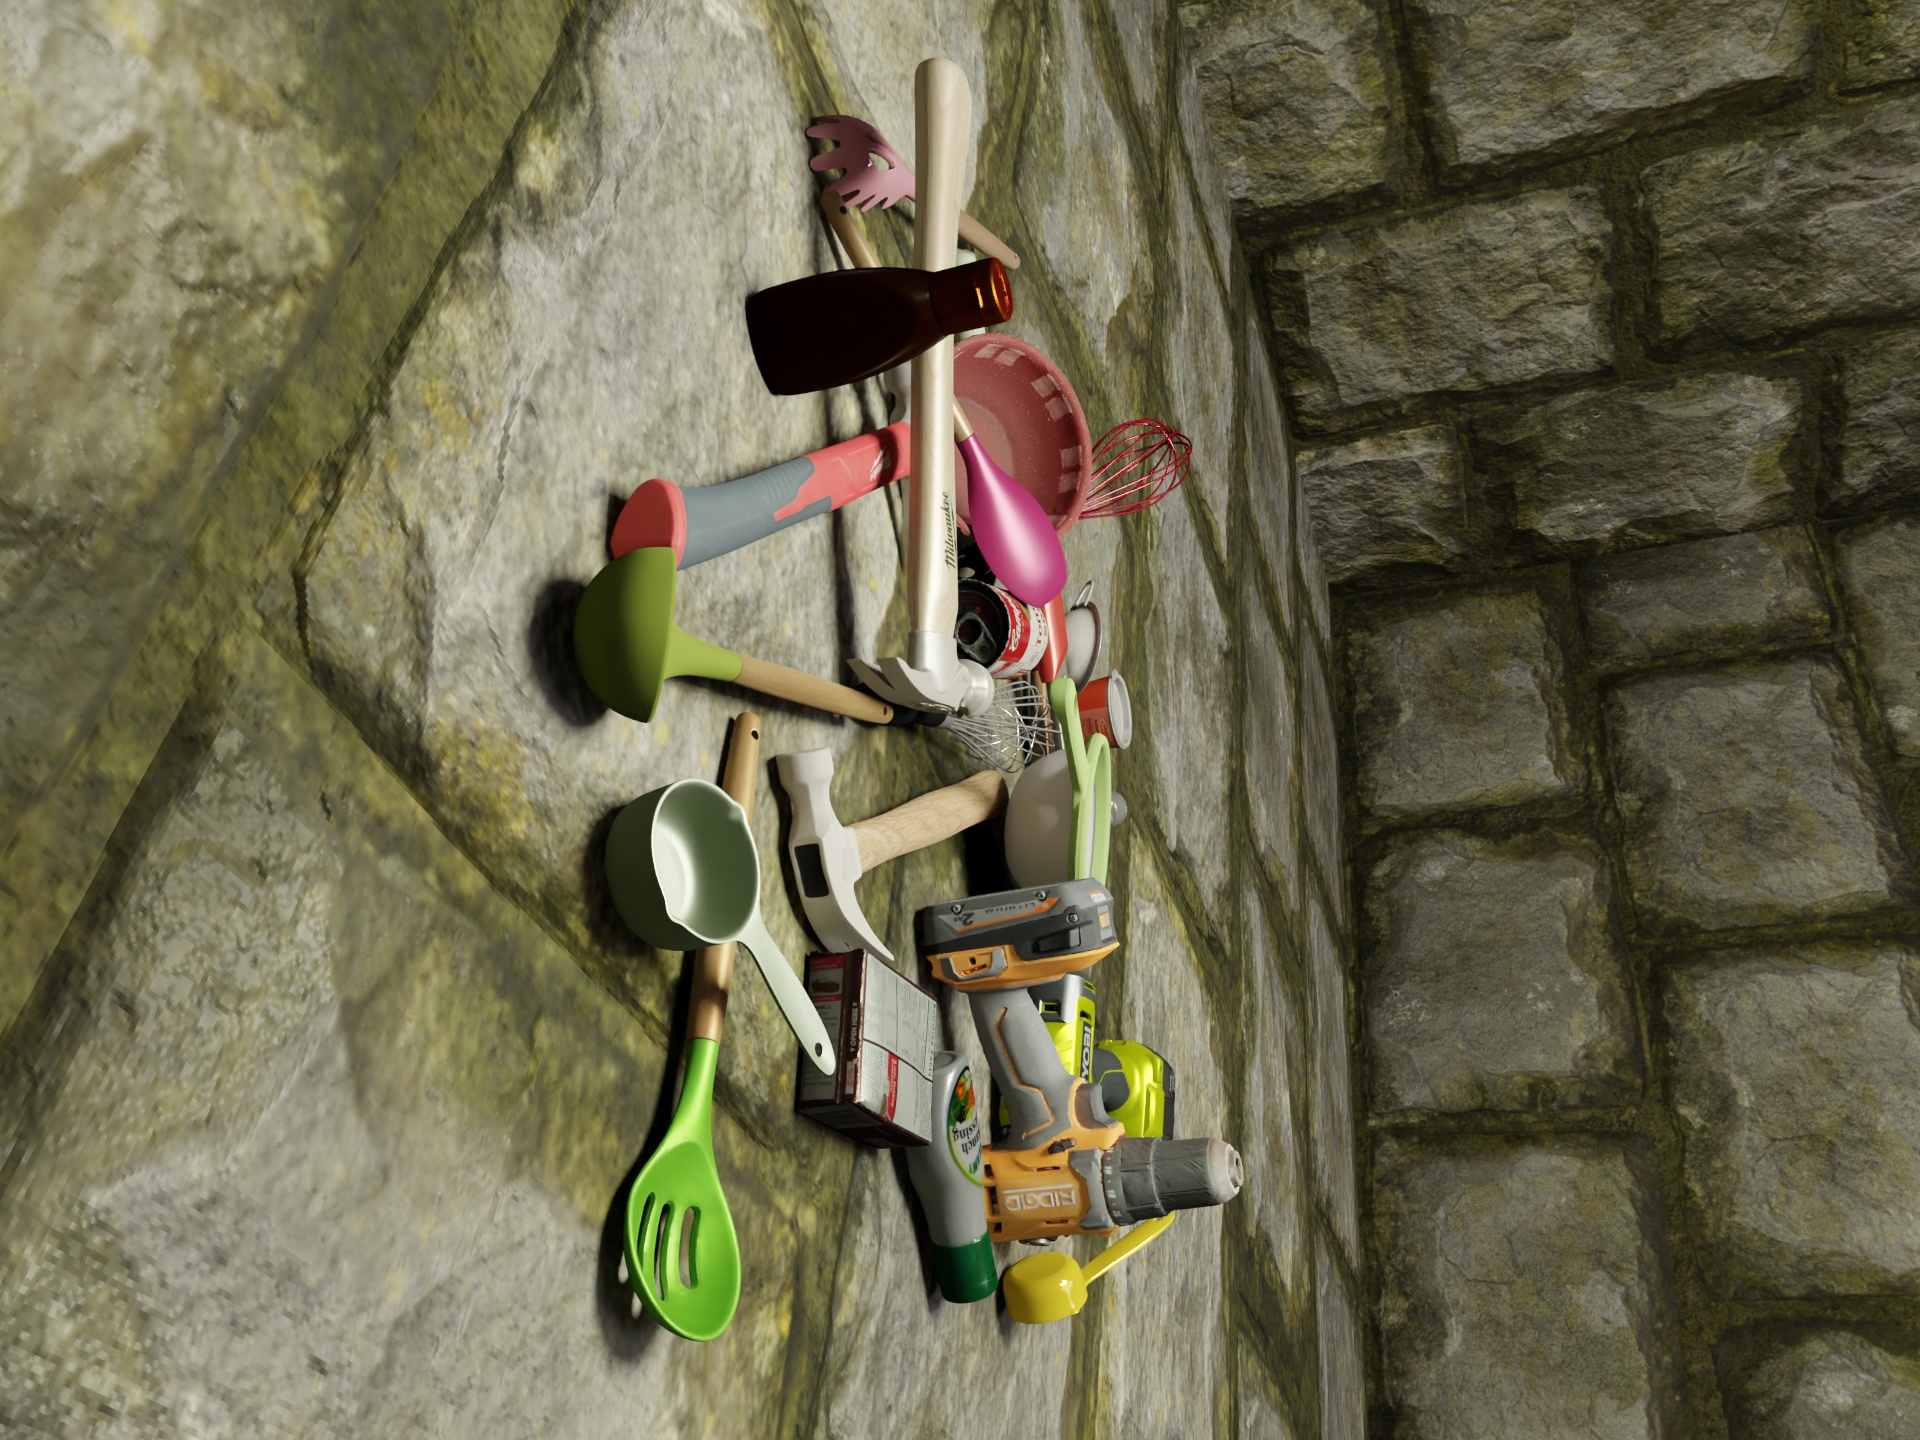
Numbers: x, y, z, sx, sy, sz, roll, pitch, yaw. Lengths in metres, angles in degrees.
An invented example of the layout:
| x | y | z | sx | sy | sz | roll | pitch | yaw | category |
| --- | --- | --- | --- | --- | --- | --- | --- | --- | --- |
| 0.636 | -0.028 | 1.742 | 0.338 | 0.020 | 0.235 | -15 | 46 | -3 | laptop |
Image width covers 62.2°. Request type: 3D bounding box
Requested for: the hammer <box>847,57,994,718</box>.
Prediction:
| x | y | z | sx | sy | sz | roll | pitch | yaw | category |
| --- | --- | --- | --- | --- | --- | --- | --- | --- | --- |
| -0.020 | -0.212 | 0.978 | 0.146 | 0.038 | 0.411 | 18 | 71 | -67 | hammer |

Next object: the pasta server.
| x | y | z | sx | sy | sz | roll | pitch | yaw | category |
| --- | --- | --- | --- | --- | --- | --- | --- | --- | --- |
| -0.022 | -0.378 | 1.178 | 0.316 | 0.040 | 0.060 | -2 | 84 | -68 | pasta server |

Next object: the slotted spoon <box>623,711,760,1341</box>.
| x | y | z | sx | sy | sz | roll | pitch | yaw | category |
| --- | --- | --- | --- | --- | --- | --- | --- | --- | --- |
| -0.117 | 0.130 | 0.753 | 0.070 | 0.031 | 0.314 | 39 | 43 | -42 | slotted spoon |

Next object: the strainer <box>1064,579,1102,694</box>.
| x | y | z | sx | sy | sz | roll | pitch | yaw | category |
| --- | --- | --- | --- | --- | --- | --- | --- | --- | --- |
| 0.093 | 0.003 | 1.372 | 0.087 | 0.050 | 0.258 | 162 | -70 | -66 | strainer |

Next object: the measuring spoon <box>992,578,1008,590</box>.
| x | y | z | sx | sy | sz | roll | pitch | yaw | category |
| --- | --- | --- | --- | --- | --- | --- | --- | --- | --- |
| 0.029 | -0.114 | 1.285 | 0.034 | 0.018 | 0.124 | 50 | 43 | -41 | measuring spoon |

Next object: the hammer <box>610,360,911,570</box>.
| x | y | z | sx | sy | sz | roll | pitch | yaw | category |
| --- | --- | --- | --- | --- | --- | --- | --- | --- | --- |
| -0.084 | -0.120 | 0.914 | 0.386 | 0.038 | 0.143 | -42 | 131 | -64 | hammer |

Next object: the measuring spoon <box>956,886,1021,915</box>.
| x | y | z | sx | sy | sz | roll | pitch | yaw | category |
| --- | --- | --- | --- | --- | --- | --- | --- | --- | --- |
| 0.021 | 0.141 | 1.161 | 0.128 | 0.021 | 0.042 | 15 | 68 | -59 | measuring spoon |

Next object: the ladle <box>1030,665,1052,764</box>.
| x | y | z | sx | sy | sz | roll | pitch | yaw | category |
| --- | --- | --- | --- | --- | --- | --- | --- | --- | --- |
| 0.065 | -0.015 | 1.325 | 0.069 | 0.031 | 0.315 | 31 | 55 | -66 | ladle |

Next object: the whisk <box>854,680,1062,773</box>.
| x | y | z | sx | sy | sz | roll | pitch | yaw | category |
| --- | --- | --- | --- | --- | --- | --- | --- | --- | --- |
| -0.002 | -0.005 | 1.096 | 0.284 | 0.070 | 0.070 | 11 | 72 | -65 | whisk |

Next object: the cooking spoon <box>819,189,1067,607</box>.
| x | y | z | sx | sy | sz | roll | pitch | yaw | category |
| --- | --- | --- | --- | --- | --- | --- | --- | --- | --- |
| -0.010 | -0.217 | 1.096 | 0.069 | 0.017 | 0.318 | -43 | 112 | -31 | cooking spoon |

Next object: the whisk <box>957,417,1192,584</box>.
| x | y | z | sx | sy | sz | roll | pitch | yaw | category |
| --- | --- | --- | --- | --- | --- | --- | --- | --- | --- |
| 0.086 | -0.168 | 1.249 | 0.296 | 0.073 | 0.073 | -36 | 120 | -36 | whisk |

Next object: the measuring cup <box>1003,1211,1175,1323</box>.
| x | y | z | sx | sy | sz | roll | pitch | yaw | category |
| --- | --- | --- | --- | --- | --- | --- | --- | --- | --- |
| 0.094 | 0.373 | 1.121 | 0.156 | 0.062 | 0.029 | -21 | 99 | -36 | measuring cup |

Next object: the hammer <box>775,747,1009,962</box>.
| x | y | z | sx | sy | sz | roll | pitch | yaw | category |
| --- | --- | --- | --- | --- | --- | --- | --- | --- | --- |
| -0.029 | 0.069 | 1.017 | 0.331 | 0.031 | 0.130 | -13 | 94 | -71 | hammer |

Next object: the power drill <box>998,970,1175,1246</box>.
| x | y | z | sx | sy | sz | roll | pitch | yaw | category |
| --- | --- | --- | --- | --- | --- | --- | --- | --- | --- |
| 0.091 | 0.304 | 1.197 | 0.228 | 0.080 | 0.191 | 45 | 46 | -56 | power drill |

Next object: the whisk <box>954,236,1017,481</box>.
| x | y | z | sx | sy | sz | roll | pitch | yaw | category |
| --- | --- | --- | --- | --- | --- | --- | --- | --- | --- |
| 0.011 | -0.276 | 1.259 | 0.059 | 0.057 | 0.246 | 134 | -49 | -70 | whisk |

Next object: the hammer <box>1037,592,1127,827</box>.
| x | y | z | sx | sy | sz | roll | pitch | yaw | category |
| --- | --- | --- | --- | --- | --- | --- | --- | --- | --- |
| 0.066 | -0.080 | 1.284 | 0.149 | 0.037 | 0.359 | -7 | 89 | -57 | hammer |

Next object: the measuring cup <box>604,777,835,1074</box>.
| x | y | z | sx | sy | sz | roll | pitch | yaw | category |
| --- | --- | --- | --- | --- | --- | --- | --- | --- | --- |
| -0.109 | 0.104 | 0.737 | 0.167 | 0.038 | 0.083 | 63 | 29 | -23 | measuring cup |

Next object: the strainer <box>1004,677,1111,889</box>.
| x | y | z | sx | sy | sz | roll | pitch | yaw | category |
| --- | --- | --- | --- | --- | --- | --- | --- | --- | --- |
| 0.060 | 0.052 | 1.111 | 0.256 | 0.069 | 0.152 | 75 | 21 | -53 | strainer |

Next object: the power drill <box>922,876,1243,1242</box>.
| x | y | z | sx | sy | sz | roll | pitch | yaw | category |
| --- | --- | --- | --- | --- | --- | --- | --- | --- | --- |
| 0.075 | 0.219 | 1.028 | 0.084 | 0.185 | 0.226 | 3 | 76 | -69 | power drill |

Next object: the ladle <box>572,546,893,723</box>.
| x | y | z | sx | sy | sz | roll | pitch | yaw | category |
| --- | --- | --- | --- | --- | --- | --- | --- | --- | --- |
| -0.094 | -0.023 | 0.815 | 0.320 | 0.062 | 0.078 | 19 | 77 | -67 | ladle |
